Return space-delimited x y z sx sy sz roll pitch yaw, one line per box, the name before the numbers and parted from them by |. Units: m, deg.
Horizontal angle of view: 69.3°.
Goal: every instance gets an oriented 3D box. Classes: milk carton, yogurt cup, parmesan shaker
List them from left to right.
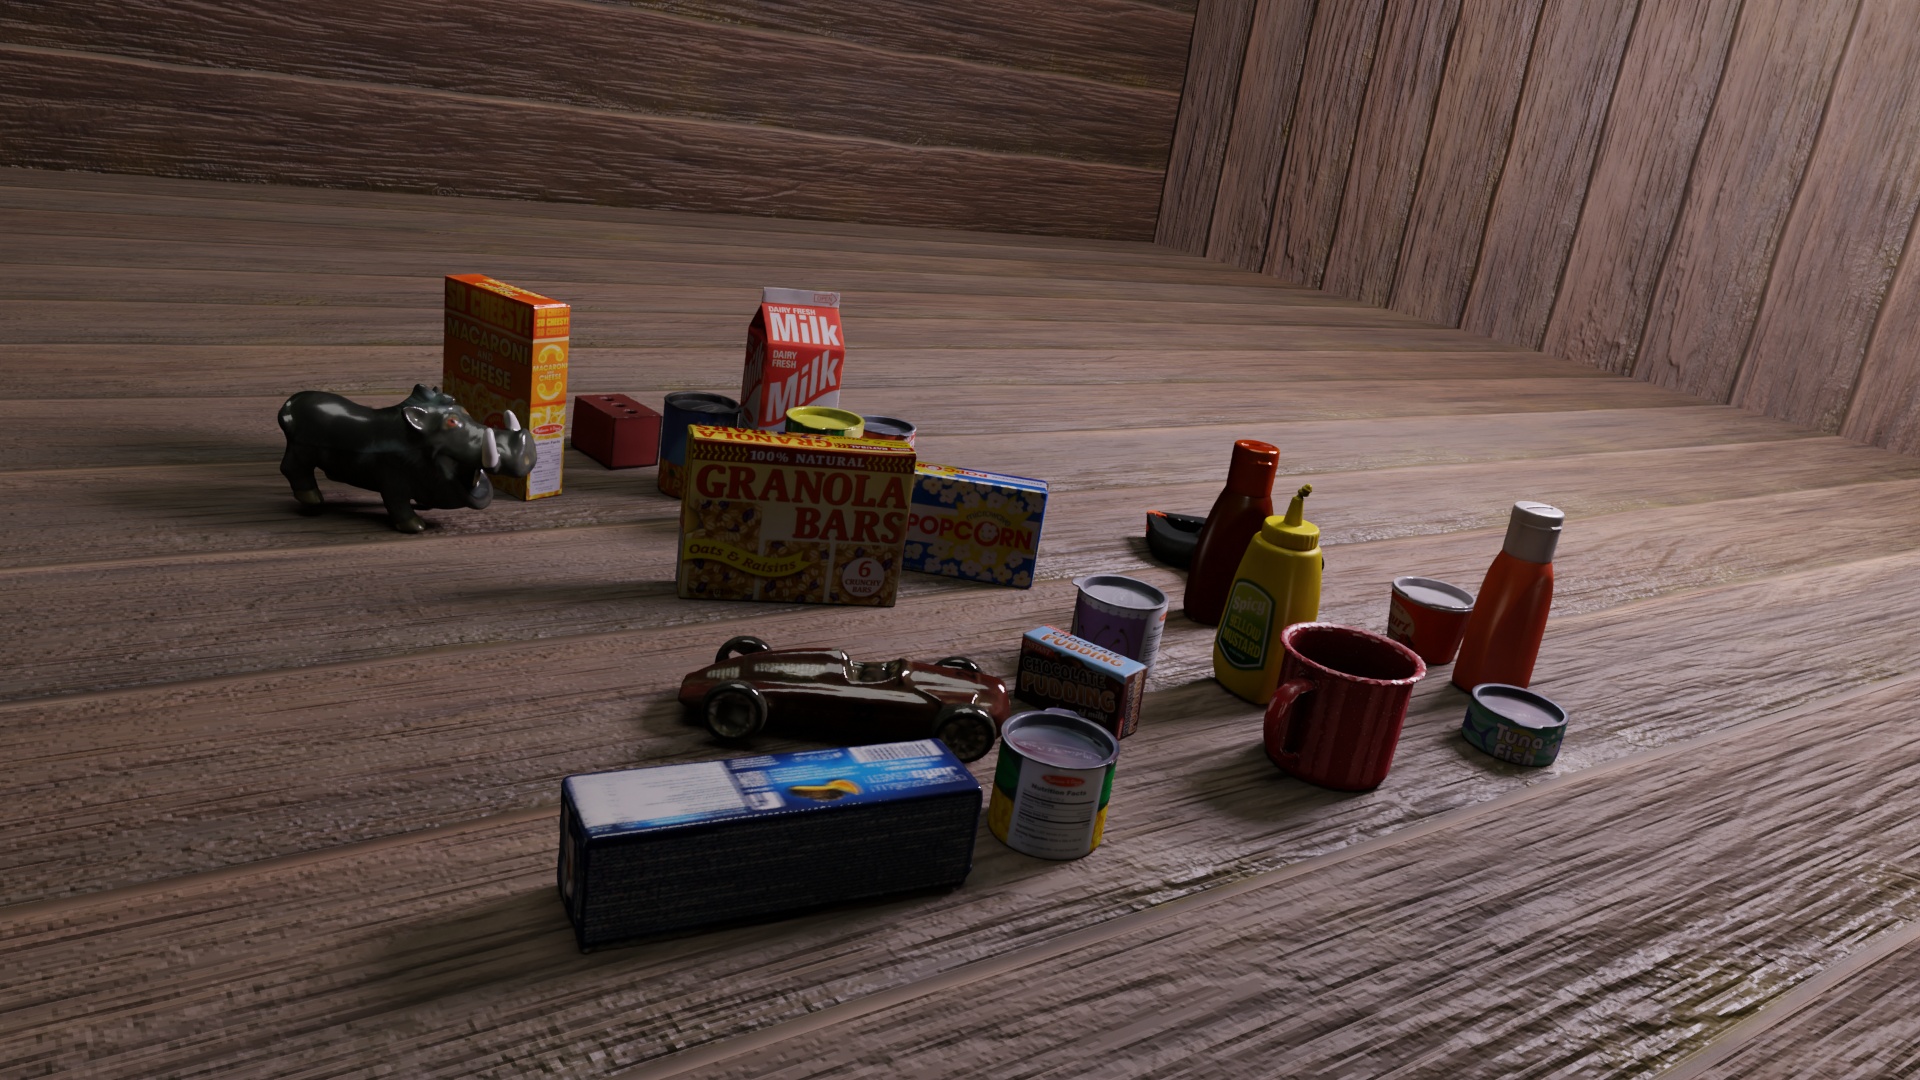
milk carton | -0.153 -0.130 1.241 0.072 0.189 0.073 1 20 -23
parmesan shaker | -0.121 -0.055 1.173 0.071 0.102 0.071 8 19 -3
yogurt cup | 0.378 0.065 1.126 0.072 0.053 0.072 8 19 -3

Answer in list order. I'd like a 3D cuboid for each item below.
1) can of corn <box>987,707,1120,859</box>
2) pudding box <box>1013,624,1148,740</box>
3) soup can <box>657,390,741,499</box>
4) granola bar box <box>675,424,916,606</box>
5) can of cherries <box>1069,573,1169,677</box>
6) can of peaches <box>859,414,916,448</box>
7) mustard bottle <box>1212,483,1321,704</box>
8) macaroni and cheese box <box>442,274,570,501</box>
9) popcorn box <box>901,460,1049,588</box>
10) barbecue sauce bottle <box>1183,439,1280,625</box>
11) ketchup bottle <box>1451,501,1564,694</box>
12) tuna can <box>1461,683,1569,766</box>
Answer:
can of corn | 0.051 0.135 0.775 0.071 0.058 0.071 8 19 -3
pudding box | 0.079 0.093 0.919 0.084 0.049 0.030 22 23 33
soup can | -0.231 -0.084 1.236 0.071 0.083 0.071 8 19 -3
granola bar box | -0.123 -0.017 1.031 0.166 0.123 0.039 3 19 -16
can of cherries | 0.111 0.062 1.009 0.071 0.058 0.072 8 19 -3
can of peaches | -0.078 -0.085 1.348 0.071 0.057 0.071 8 19 -3
mustard bottle | 0.222 0.034 0.982 0.049 0.159 0.065 -5 23 -35
macaroni and cheese box | -0.388 -0.132 1.178 0.124 0.165 0.040 21 22 32
popcorn box | 0.004 -0.014 1.140 0.127 0.085 0.038 9 19 0
barbecue sauce bottle | 0.223 -0.006 1.115 0.065 0.148 0.044 4 19 -13
ketchup bottle | 0.421 0.045 1.056 0.065 0.148 0.043 -2 21 -29
tuna can | 0.390 0.130 0.977 0.071 0.032 0.071 8 19 -3
